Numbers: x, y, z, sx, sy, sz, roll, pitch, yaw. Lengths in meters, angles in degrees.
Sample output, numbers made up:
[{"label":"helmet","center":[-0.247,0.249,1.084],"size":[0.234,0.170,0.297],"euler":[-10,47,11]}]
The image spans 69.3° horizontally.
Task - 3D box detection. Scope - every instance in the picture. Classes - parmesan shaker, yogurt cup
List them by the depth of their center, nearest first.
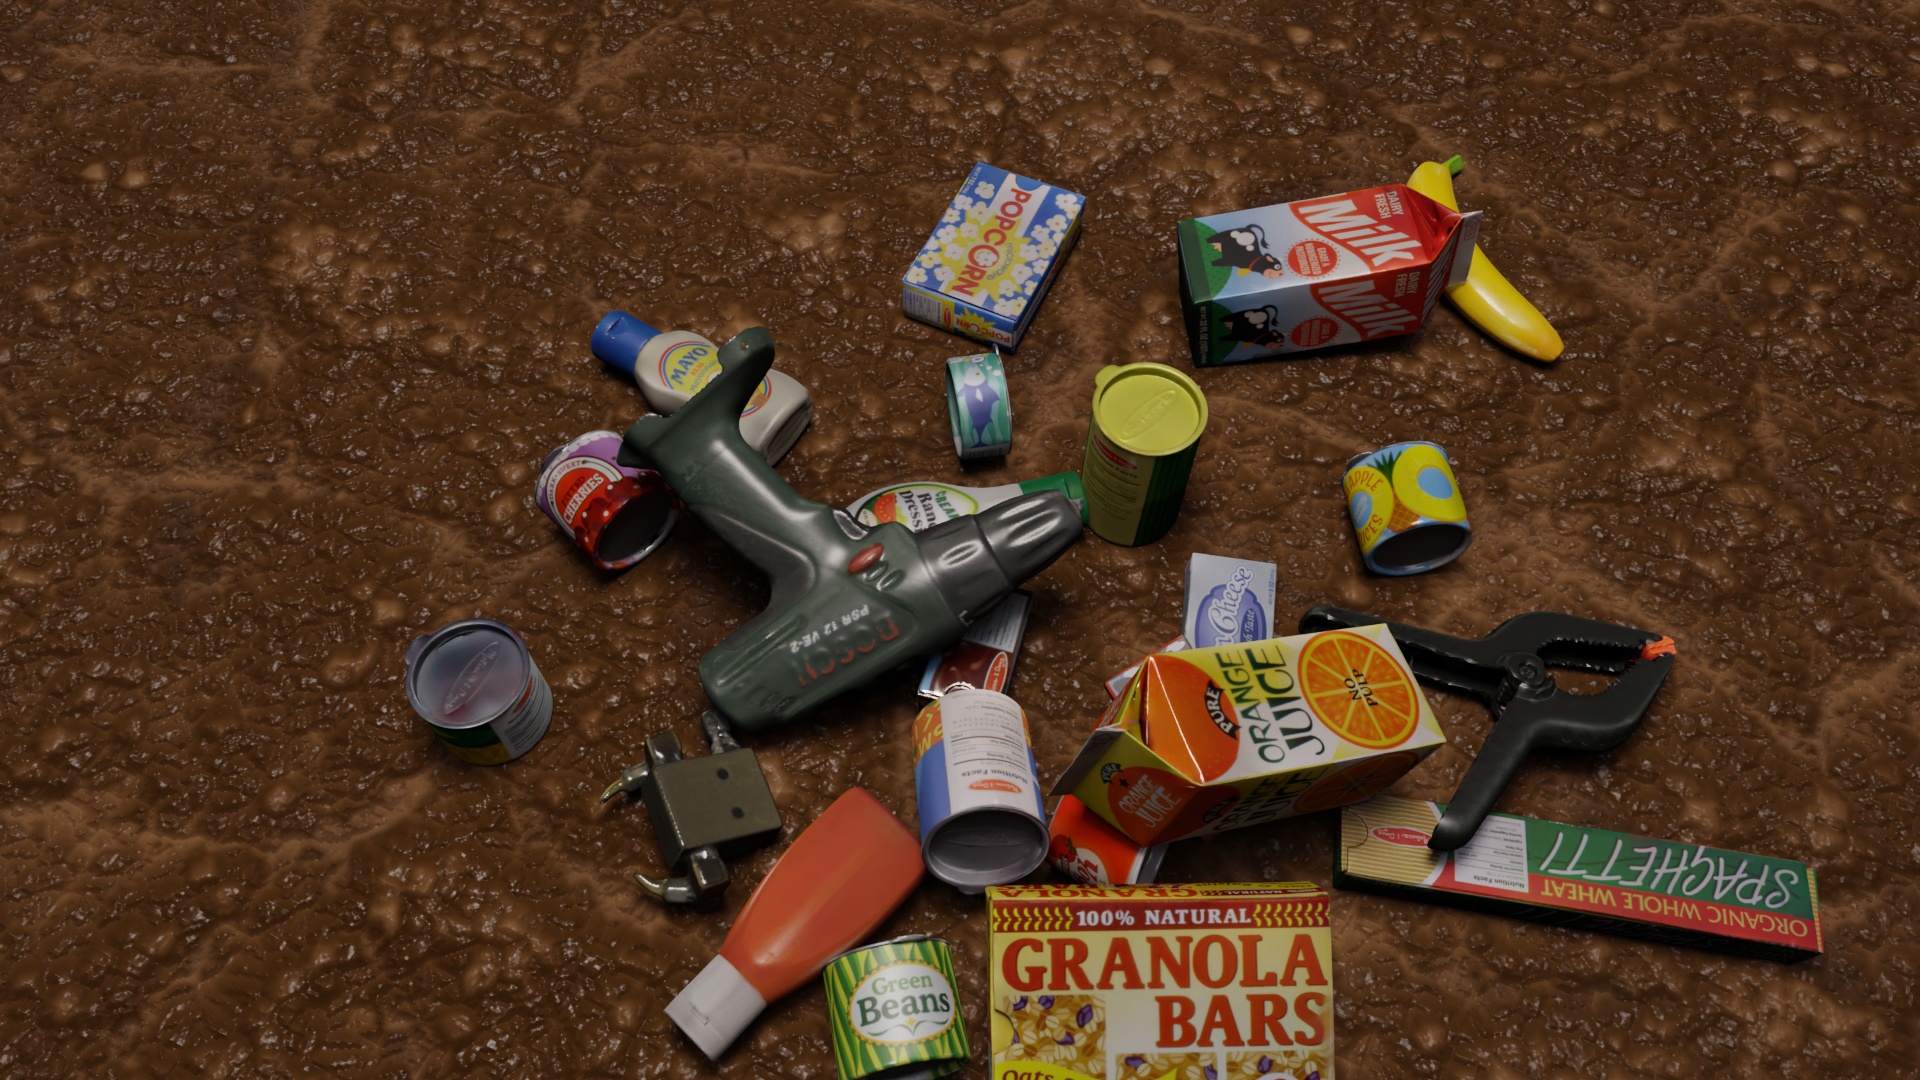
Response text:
[{"label":"yogurt cup","center":[0.080,0.156,0.738],"size":[0.054,0.072,0.073],"euler":[21,61,20]},{"label":"parmesan shaker","center":[0.106,-0.052,0.841],"size":[0.071,0.102,0.071],"euler":[1,59,-1]}]

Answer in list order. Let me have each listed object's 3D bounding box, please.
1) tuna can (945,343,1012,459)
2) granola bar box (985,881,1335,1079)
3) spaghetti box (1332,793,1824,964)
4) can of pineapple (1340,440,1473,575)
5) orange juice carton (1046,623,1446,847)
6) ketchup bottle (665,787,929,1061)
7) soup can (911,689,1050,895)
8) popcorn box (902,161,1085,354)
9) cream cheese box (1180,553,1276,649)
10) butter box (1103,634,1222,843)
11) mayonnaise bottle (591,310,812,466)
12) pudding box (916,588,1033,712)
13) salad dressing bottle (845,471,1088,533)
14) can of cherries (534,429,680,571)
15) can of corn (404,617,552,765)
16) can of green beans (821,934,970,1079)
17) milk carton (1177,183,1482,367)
[{"label":"tuna can","center":[0.011,-0.088,0.880],"size":[0.033,0.070,0.071],"euler":[-8,60,-5]},{"label":"granola bar box","center":[0.096,0.232,0.676],"size":[0.166,0.039,0.124],"euler":[-1,86,-1]},{"label":"spaghetti box","center":[0.328,0.180,0.747],"size":[0.250,0.028,0.050],"euler":[9,59,4]},{"label":"can of pineapple","center":[0.269,-0.019,0.844],"size":[0.071,0.070,0.058],"euler":[-5,59,-4]},{"label":"orange juice carton","center":[0.139,0.099,0.703],"size":[0.193,0.071,0.073],"euler":[-5,57,-25]},{"label":"ketchup bottle","center":[-0.085,0.200,0.720],"size":[0.065,0.043,0.149],"euler":[40,66,17]},{"label":"soup can","center":[0.008,0.133,0.739],"size":[0.071,0.071,0.084],"euler":[-5,39,-4]},{"label":"popcorn box","center":[0.024,-0.197,0.965],"size":[0.085,0.038,0.127],"euler":[21,61,13]},{"label":"cream cheese box","center":[0.156,0.060,0.820],"size":[0.053,0.024,0.104],"euler":[8,59,5]},{"label":"butter box","center":[0.128,0.109,0.769],"size":[0.053,0.024,0.103],"euler":[-31,78,-3]},{"label":"mayonnaise bottle","center":[-0.172,-0.102,0.903],"size":[0.148,0.041,0.065],"euler":[29,64,15]},{"label":"pudding box","center":[0.009,0.065,0.811],"size":[0.050,0.030,0.084],"euler":[14,60,6]},{"label":"salad dressing bottle","center":[0.003,-0.011,0.848],"size":[0.148,0.043,0.064],"euler":[-12,63,-8]},{"label":"can of cherries","center":[-0.214,-0.024,0.838],"size":[0.072,0.071,0.058],"euler":[-40,68,-22]},{"label":"can of corn","center":[-0.270,0.085,0.778],"size":[0.071,0.058,0.071],"euler":[0,59,-1]},{"label":"can of green beans","center":[-0.032,0.235,0.686],"size":[0.071,0.071,0.058],"euler":[-10,60,-7]},{"label":"milk carton","center":[0.244,-0.178,0.920],"size":[0.191,0.072,0.074],"euler":[-8,59,5]}]
